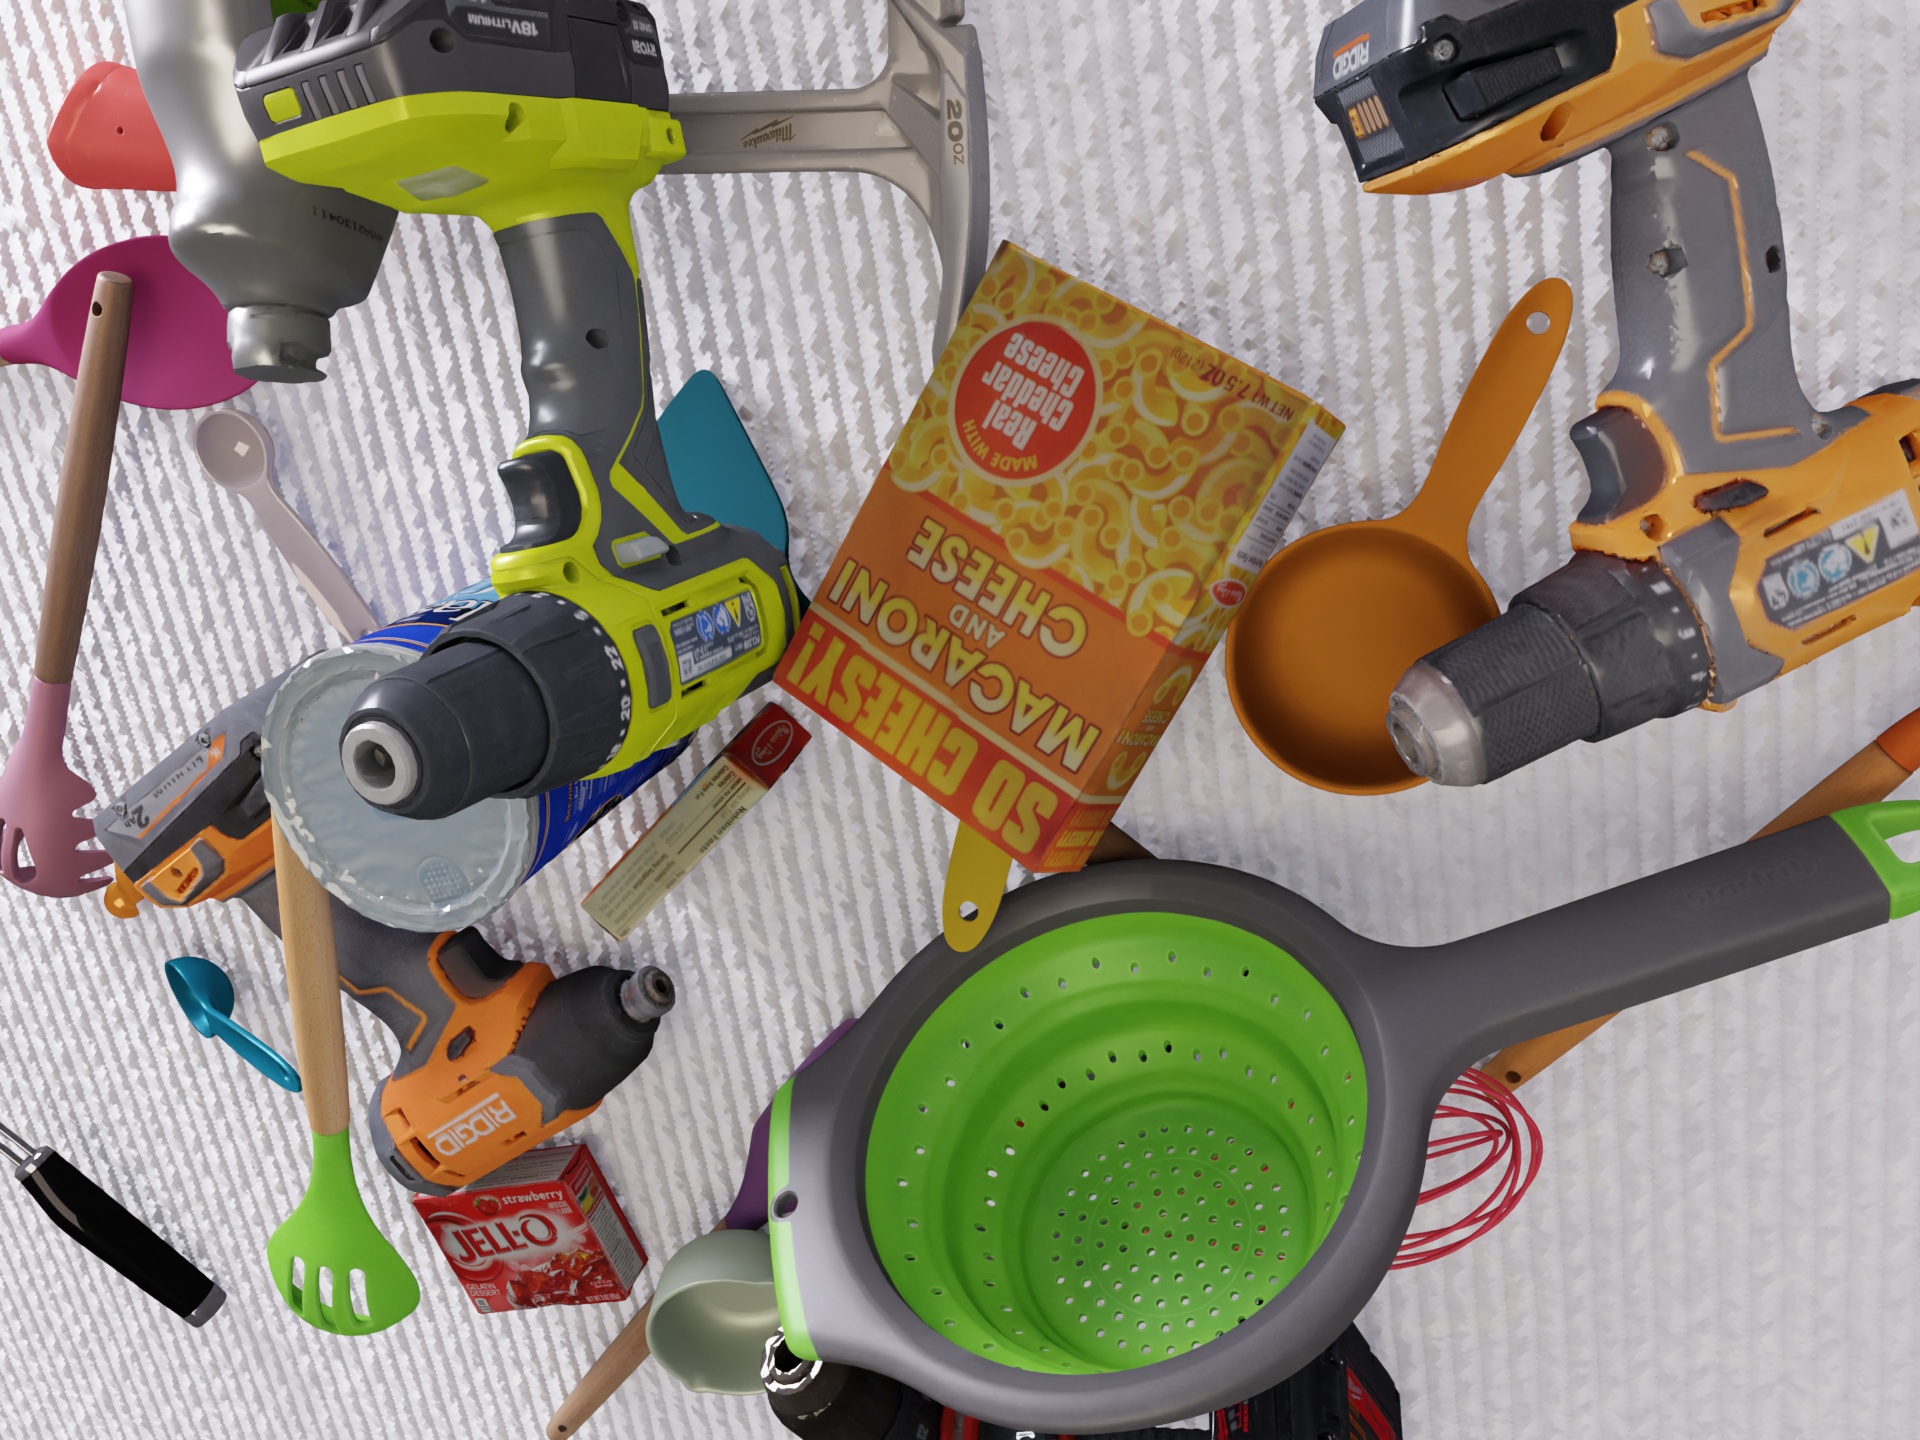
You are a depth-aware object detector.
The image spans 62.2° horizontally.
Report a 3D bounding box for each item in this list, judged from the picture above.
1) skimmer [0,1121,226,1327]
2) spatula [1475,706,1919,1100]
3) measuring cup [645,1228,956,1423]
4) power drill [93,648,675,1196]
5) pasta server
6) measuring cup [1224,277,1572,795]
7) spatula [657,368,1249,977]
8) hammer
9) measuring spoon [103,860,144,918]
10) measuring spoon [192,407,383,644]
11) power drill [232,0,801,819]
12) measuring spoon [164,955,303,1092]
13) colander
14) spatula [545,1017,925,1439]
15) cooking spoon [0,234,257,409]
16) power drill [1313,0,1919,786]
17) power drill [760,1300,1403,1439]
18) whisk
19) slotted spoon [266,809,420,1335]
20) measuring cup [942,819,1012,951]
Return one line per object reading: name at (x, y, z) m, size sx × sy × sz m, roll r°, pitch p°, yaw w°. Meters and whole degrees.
skimmer at (-0.506, 0.168, 0.818) m, size 0.127 × 0.090 × 0.363 m, roll -34°, pitch 107°, yaw 23°
spatula at (0.286, 0.025, 0.523) m, size 0.081 × 0.041 × 0.322 m, roll 38°, pitch 120°, yaw 0°
measuring cup at (-0.060, 0.279, 0.718) m, size 0.167 × 0.038 × 0.083 m, roll 26°, pitch 117°, yaw -16°
power drill at (-0.233, 0.086, 0.676) m, size 0.164 × 0.084 × 0.226 m, roll -32°, pitch 102°, yaw 25°
pasta server at (-0.386, -0.045, 0.694) m, size 0.060 × 0.040 × 0.316 m, roll 27°, pitch 115°, yaw 6°
measuring cup at (0.151, -0.059, 0.521) m, size 0.095 × 0.052 × 0.173 m, roll 27°, pitch 99°, yaw 9°
spatula at (-0.001, -0.002, 0.602) m, size 0.317 × 0.044 × 0.082 m, roll 38°, pitch 115°, yaw -4°
hammer at (-0.166, -0.198, 0.570) m, size 0.359 × 0.037 × 0.149 m, roll 4°, pitch 111°, yaw 15°
measuring spoon at (-0.380, 0.076, 0.719) m, size 0.021 × 0.011 × 0.117 m, roll 54°, pitch 148°, yaw -5°
measuring spoon at (-0.272, -0.075, 0.664) m, size 0.034 × 0.018 × 0.124 m, roll -23°, pitch 109°, yaw 23°
power drill at (-0.131, -0.092, 0.478) m, size 0.080 × 0.190 × 0.228 m, roll -5°, pitch 104°, yaw 24°
measuring spoon at (-0.327, 0.139, 0.732) m, size 0.129 × 0.021 × 0.042 m, roll 18°, pitch 127°, yaw 39°
colander at (0.135, 0.126, 0.530) m, size 0.397 × 0.205 × 0.094 m, roll -20°, pitch 131°, yaw 8°
spatula at (-0.113, 0.248, 0.732) m, size 0.059 × 0.018 × 0.316 m, roll 37°, pitch 115°, yaw -5°
cooking spoon at (-0.422, -0.157, 0.674) m, size 0.319 × 0.017 × 0.068 m, roll -2°, pitch 116°, yaw 18°
power drill at (0.177, -0.104, 0.448) m, size 0.185 × 0.084 × 0.226 m, roll -27°, pitch 103°, yaw -2°
power drill at (0.047, 0.284, 0.633) m, size 0.227 × 0.080 × 0.187 m, roll -14°, pitch 132°, yaw 23°
whisk at (0.086, 0.198, 0.632) m, size 0.296 × 0.073 × 0.073 m, roll -25°, pitch 101°, yaw 30°
slotted spoon at (-0.264, 0.146, 0.655) m, size 0.070 × 0.031 × 0.313 m, roll 9°, pitch 117°, yaw 4°
measuring cup at (0.021, 0.007, 0.572) m, size 0.062 × 0.029 × 0.156 m, roll 16°, pitch 98°, yaw 10°
